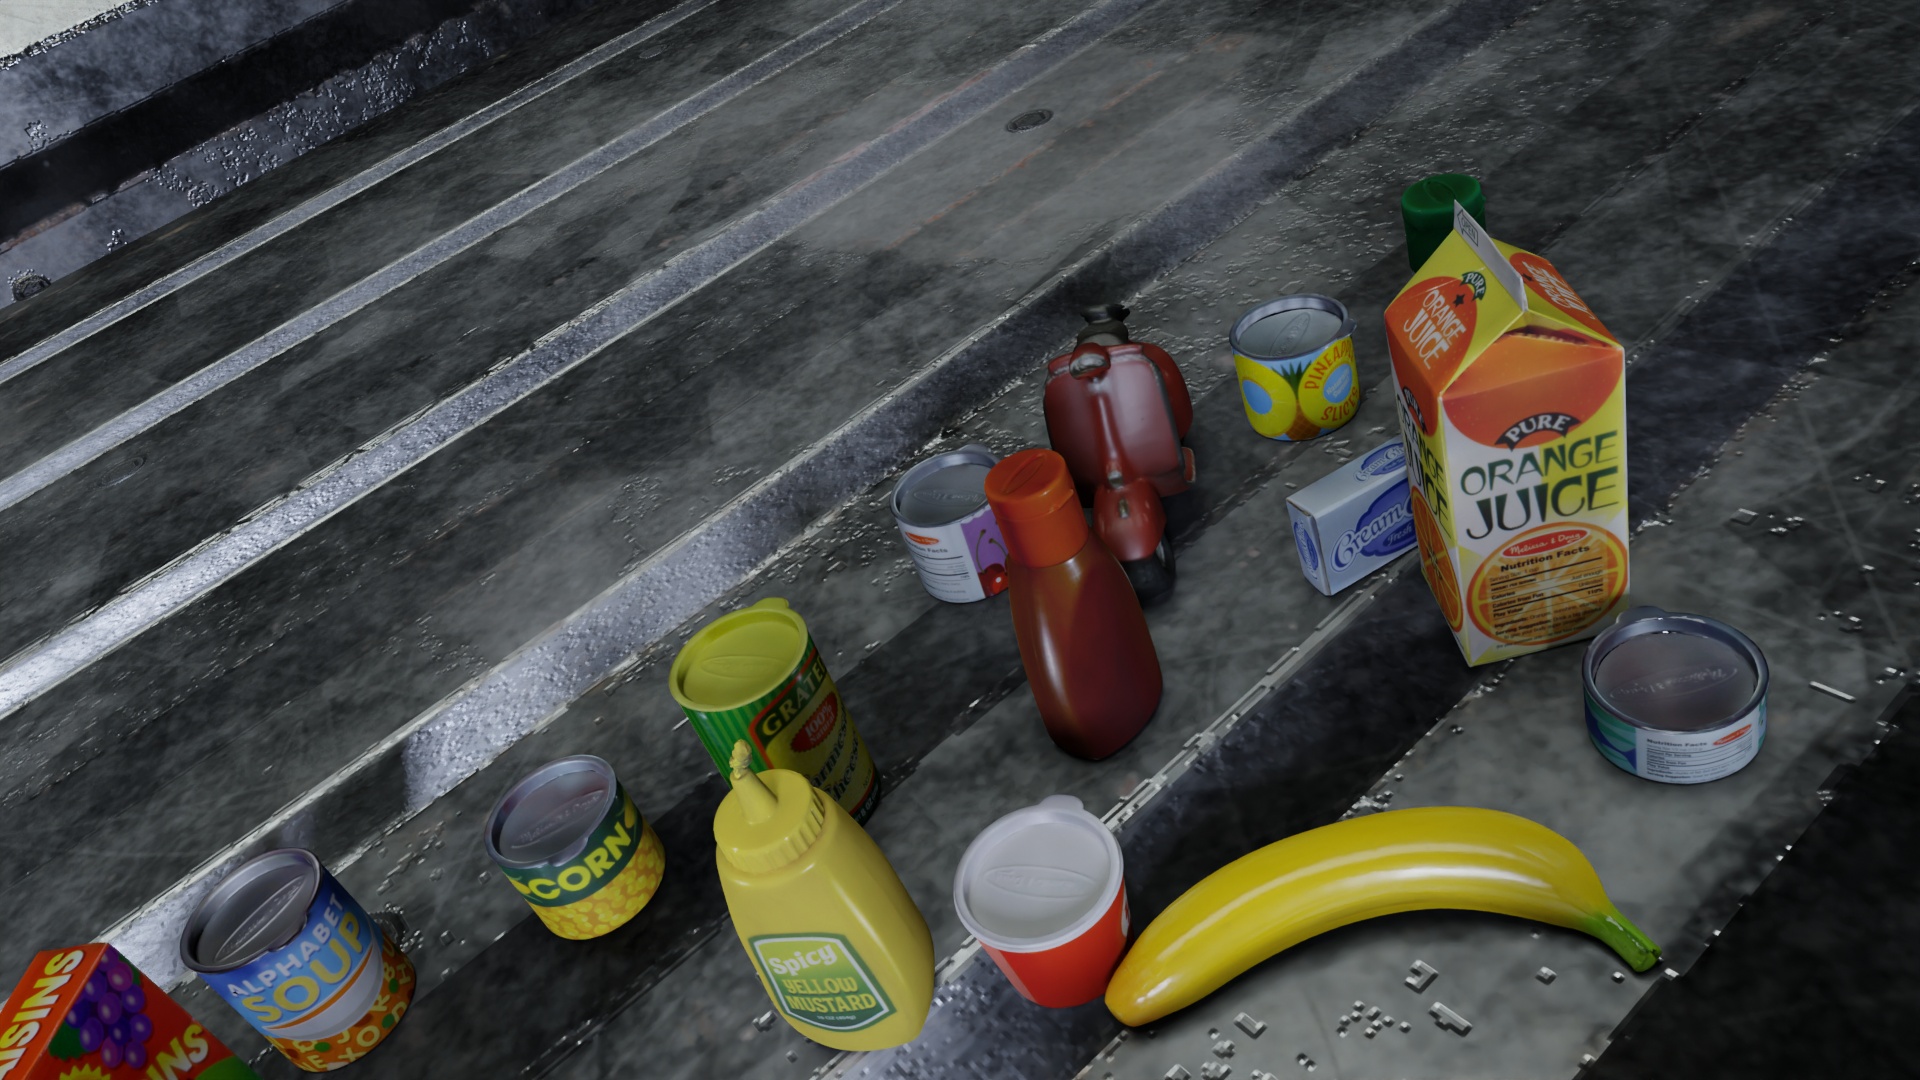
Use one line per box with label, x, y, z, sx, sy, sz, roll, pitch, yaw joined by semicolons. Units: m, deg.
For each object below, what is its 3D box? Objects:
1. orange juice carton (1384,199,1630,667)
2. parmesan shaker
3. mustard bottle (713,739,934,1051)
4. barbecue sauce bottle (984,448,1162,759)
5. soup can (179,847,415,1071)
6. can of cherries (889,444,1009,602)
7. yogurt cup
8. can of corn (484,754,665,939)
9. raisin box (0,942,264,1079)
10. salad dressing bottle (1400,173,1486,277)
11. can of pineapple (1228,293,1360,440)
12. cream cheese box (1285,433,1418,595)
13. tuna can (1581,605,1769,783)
orange juice carton;0.230;-0.044;0.584;0.073;0.191;0.072;-16;36;9
parmesan shaker;-0.083;0.088;0.649;0.071;0.102;0.072;-14;37;11
mustard bottle;-0.058;0.134;0.529;0.065;0.159;0.049;-9;38;17
barbecue sauce bottle;0.049;0.027;0.621;0.044;0.148;0.065;15;50;40
soup can;-0.301;0.194;0.639;0.071;0.083;0.072;-14;37;11
can of cherries;0.003;-0.010;0.769;0.071;0.058;0.072;-14;37;11
yogurt cup;0.037;0.148;0.553;0.072;0.053;0.073;-14;37;11
can of corn;-0.181;0.147;0.660;0.071;0.058;0.071;-14;37;11
raisin box;-0.348;0.238;0.573;0.040;0.122;0.086;-13;37;13
salad dressing bottle;0.249;-0.110;0.698;0.044;0.147;0.064;-18;36;5
can of pineapple;0.191;-0.098;0.787;0.071;0.057;0.071;-14;37;11
cream cheese box;0.212;-0.020;0.680;0.104;0.053;0.024;-28;36;-9
tuna can;0.285;0.061;0.557;0.071;0.032;0.071;-14;37;11
